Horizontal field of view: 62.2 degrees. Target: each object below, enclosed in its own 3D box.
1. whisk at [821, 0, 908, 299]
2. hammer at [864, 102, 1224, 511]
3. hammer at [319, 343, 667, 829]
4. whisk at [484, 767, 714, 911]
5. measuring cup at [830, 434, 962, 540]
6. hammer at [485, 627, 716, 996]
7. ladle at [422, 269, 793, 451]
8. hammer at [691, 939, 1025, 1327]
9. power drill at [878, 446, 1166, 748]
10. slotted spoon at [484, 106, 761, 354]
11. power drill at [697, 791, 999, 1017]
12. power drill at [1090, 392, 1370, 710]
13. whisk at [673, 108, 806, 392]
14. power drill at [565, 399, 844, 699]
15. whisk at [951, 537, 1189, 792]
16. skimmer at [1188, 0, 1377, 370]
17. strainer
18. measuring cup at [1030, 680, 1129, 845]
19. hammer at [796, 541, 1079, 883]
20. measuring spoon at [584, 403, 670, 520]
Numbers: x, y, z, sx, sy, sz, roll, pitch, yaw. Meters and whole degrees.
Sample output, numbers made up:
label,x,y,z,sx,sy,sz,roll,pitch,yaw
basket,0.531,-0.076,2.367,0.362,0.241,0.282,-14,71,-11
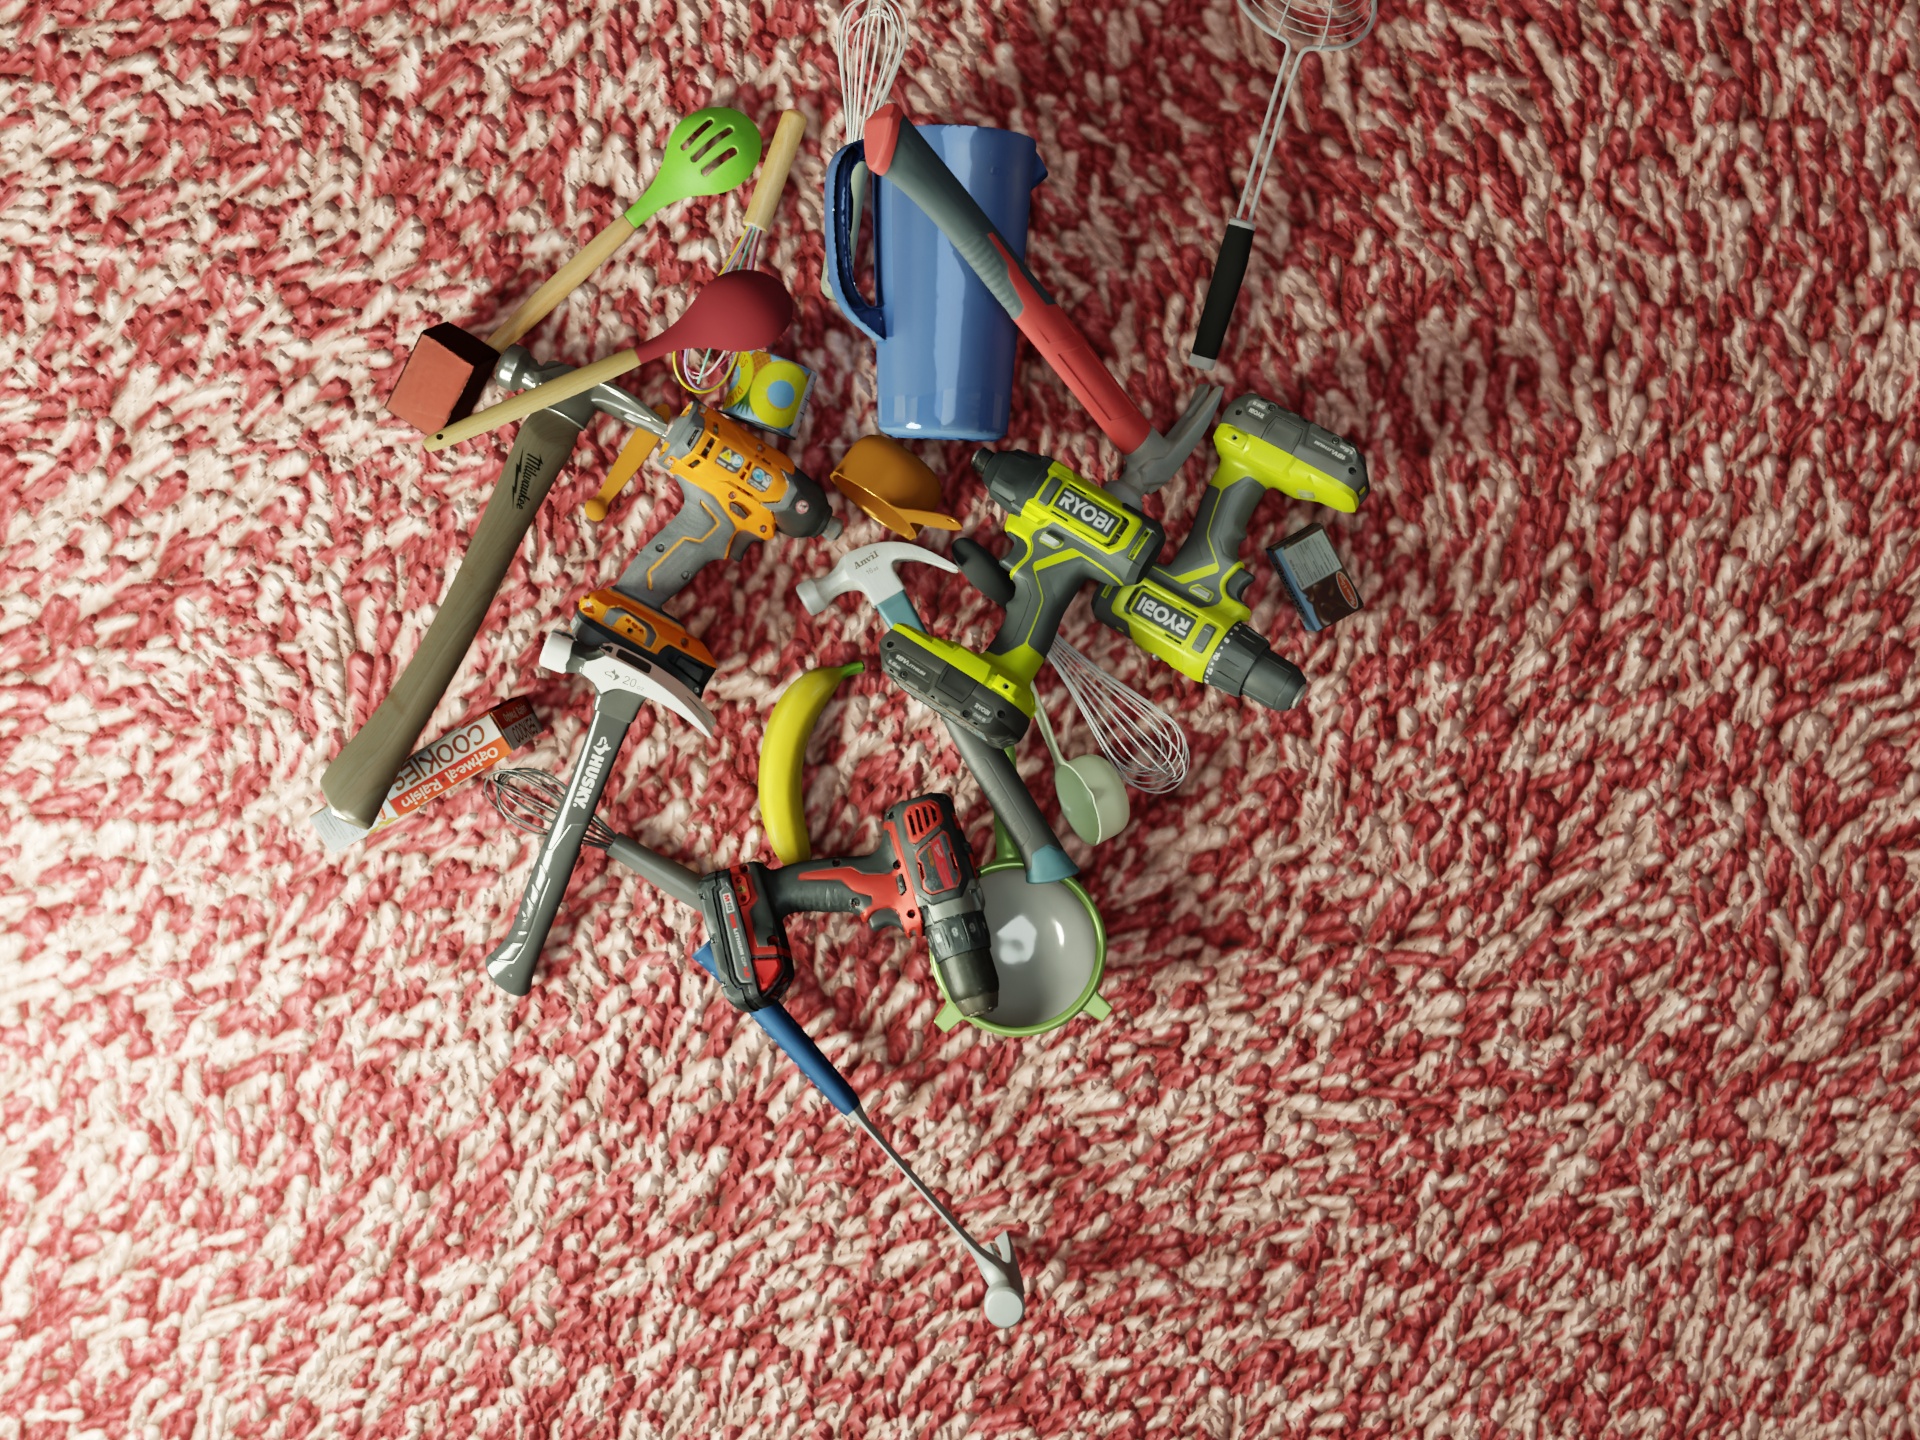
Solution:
label,x,y,z,sx,sy,sz,roll,pitch,yaw
whisk,-0.086,-0.471,1.306,0.058,0.059,0.246,11,101,3
hammer,0.066,-0.332,1.242,0.143,0.038,0.385,-53,125,-10
hammer,-0.379,-0.101,1.265,0.146,0.038,0.411,23,74,-3
whisk,-0.298,0.108,1.363,0.239,0.055,0.055,32,94,-11
measuring cup,-0.035,-0.187,1.284,0.095,0.174,0.052,39,80,-35
hammer,-0.318,0.093,1.314,0.146,0.035,0.334,21,113,-11
ladle,-0.282,-0.283,1.271,0.315,0.031,0.069,-24,84,-2
hammer,-0.086,0.344,1.379,0.035,0.144,0.405,-42,88,0
power drill,0.038,-0.105,1.295,0.171,0.080,0.223,32,84,12
slotted spoon,-0.291,-0.393,1.313,0.314,0.031,0.070,-41,92,3
power drill,-0.086,0.176,1.314,0.226,0.080,0.188,-17,76,-1
power drill,0.243,-0.136,1.324,0.191,0.080,0.228,32,93,18
whisk,-0.180,-0.388,1.312,0.047,0.051,0.245,21,92,0
power drill,-0.208,-0.127,1.318,0.164,0.084,0.226,30,90,-20
whisk,0.093,-0.051,1.363,0.070,0.070,0.284,-43,92,2
skimmer,0.249,-0.477,1.333,0.127,0.090,0.363,13,106,-7
strainer,0.044,0.145,1.385,0.151,0.069,0.256,-4,80,-1
measuring cup,0.098,0.025,1.372,0.038,0.083,0.168,-19,81,-18
hammer,-0.002,-0.004,1.345,0.128,0.033,0.331,-31,87,-1
measuring spoon,-0.280,-0.218,1.341,0.021,0.011,0.117,35,93,-7
